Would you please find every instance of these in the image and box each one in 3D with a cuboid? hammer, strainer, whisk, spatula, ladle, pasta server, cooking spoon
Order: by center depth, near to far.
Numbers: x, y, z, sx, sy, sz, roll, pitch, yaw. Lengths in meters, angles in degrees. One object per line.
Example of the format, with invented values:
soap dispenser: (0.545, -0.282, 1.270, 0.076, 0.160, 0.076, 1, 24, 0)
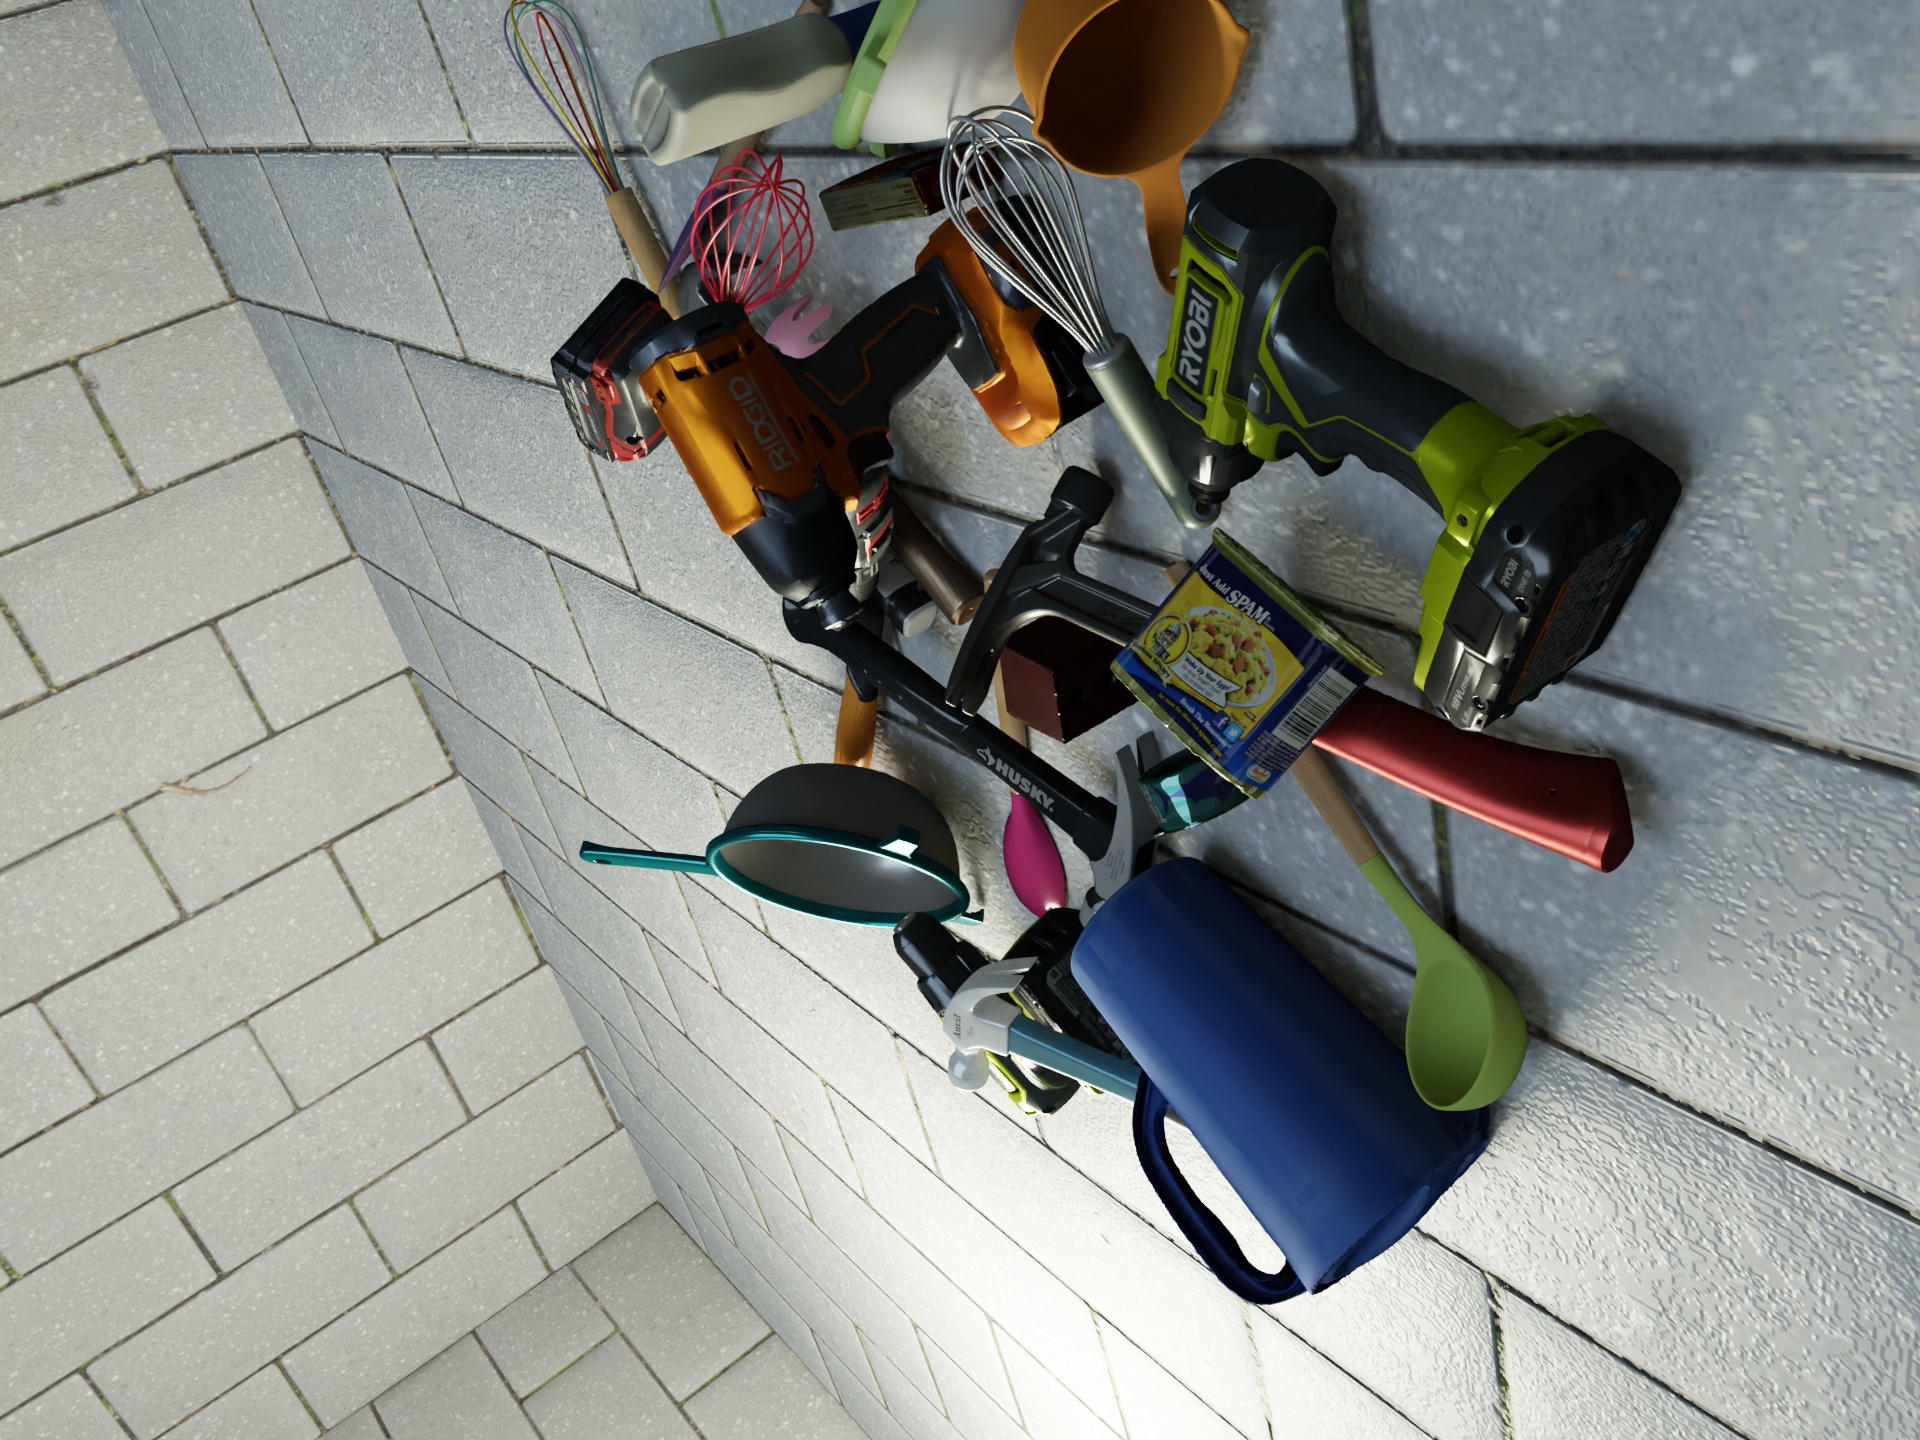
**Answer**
whisk: (0.064, -0.180, 0.746, 0.246, 0.058, 0.059, 51, 170, -35)
strainer: (-0.003, -0.310, 0.760, 0.069, 0.151, 0.256, 27, 176, -7)
hammer: (0.150, -0.008, 0.781, 0.359, 0.149, 0.036, 29, -179, 38)
ladle: (0.190, 0.055, 0.831, 0.320, 0.062, 0.078, 58, 154, 9)
whisk: (-0.144, -0.266, 1.006, 0.073, 0.073, 0.296, 58, 161, 2)
spatula: (-0.145, -0.355, 1.008, 0.018, 0.060, 0.316, 31, 154, -15)
hammer: (0.135, 0.246, 1.029, 0.331, 0.033, 0.128, 19, 131, 24)
hammer: (-0.002, -0.003, 1.067, 0.335, 0.035, 0.146, 37, 135, 28)
hammer: (-0.093, -0.195, 1.094, 0.331, 0.031, 0.130, 50, 153, 17)
pasta server: (-0.145, -0.215, 1.102, 0.060, 0.040, 0.316, 61, 159, -5)
cooking spoon: (0.039, 0.028, 1.110, 0.069, 0.017, 0.318, 34, 145, 39)
whisk: (-0.259, -0.407, 1.161, 0.244, 0.051, 0.047, 63, 175, -18)
hammer: (-0.084, -0.024, 1.255, 0.127, 0.034, 0.336, 47, 152, 22)
strainer: (-0.150, 0.086, 1.287, 0.340, 0.095, 0.210, 3, 156, 20)

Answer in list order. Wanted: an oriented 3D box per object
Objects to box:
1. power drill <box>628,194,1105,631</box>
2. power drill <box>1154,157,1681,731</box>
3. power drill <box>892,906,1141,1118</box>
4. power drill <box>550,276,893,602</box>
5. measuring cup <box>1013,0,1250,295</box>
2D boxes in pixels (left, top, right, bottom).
power drill: (-0.032, -0.155, 0.800, 0.164, 0.226, 0.084, 62, 154, -6)
power drill: (0.172, -0.108, 0.670, 0.223, 0.080, 0.171, 48, 156, 29)
power drill: (0.047, 0.210, 1.193, 0.190, 0.080, 0.228, 49, 154, -4)
power drill: (-0.141, -0.166, 1.032, 0.227, 0.080, 0.187, 33, 163, 10)
measuring cup: (0.076, -0.259, 0.694, 0.173, 0.095, 0.052, 60, -172, -60)
